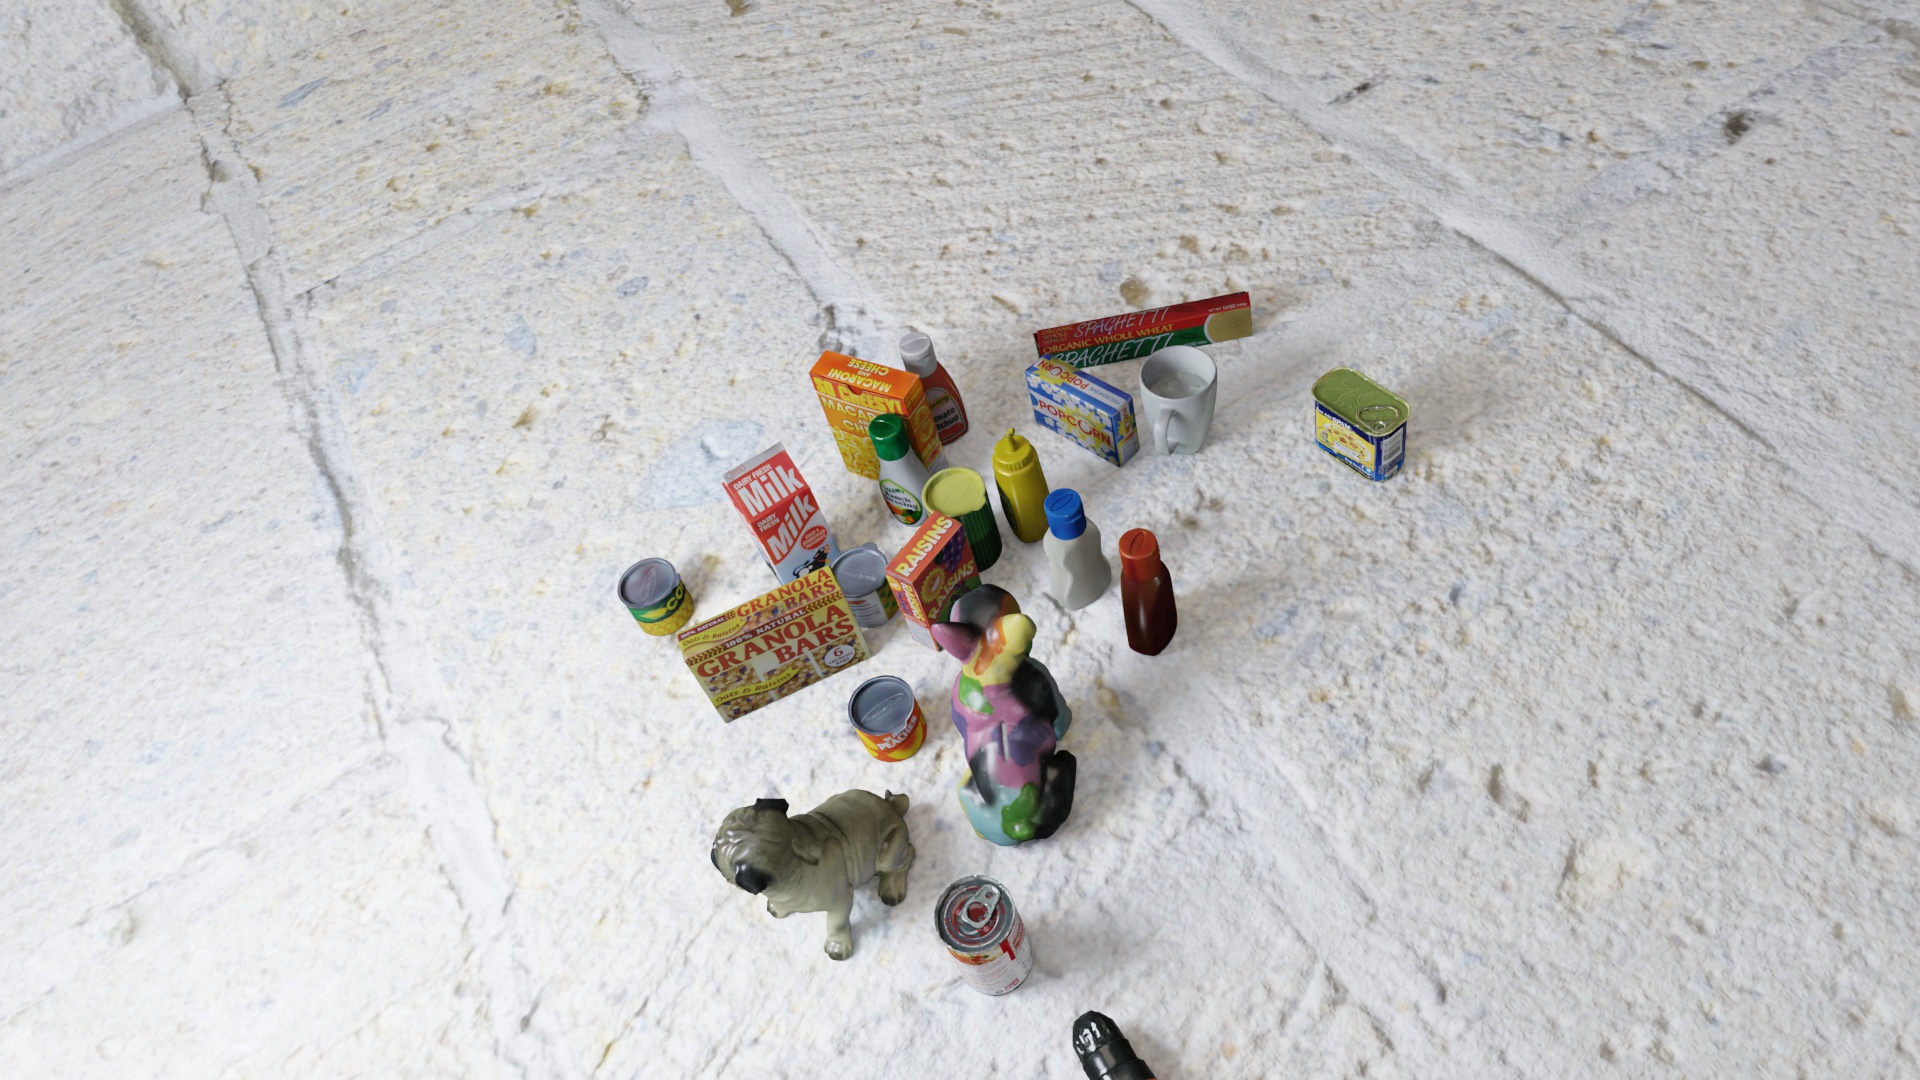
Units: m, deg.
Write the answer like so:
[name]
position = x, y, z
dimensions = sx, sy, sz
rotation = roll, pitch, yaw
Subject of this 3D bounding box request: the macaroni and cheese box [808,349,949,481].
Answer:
[macaroni and cheese box]
position = -0.086, -0.124, 1.517
dimensions = 0.124, 0.165, 0.040
rotation = 18, 59, 26

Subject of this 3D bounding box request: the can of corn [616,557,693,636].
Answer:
[can of corn]
position = -0.327, 0.061, 1.502
dimensions = 0.071, 0.058, 0.071
rotation = -7, 51, 9

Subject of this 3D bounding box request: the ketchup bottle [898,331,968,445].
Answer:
[ketchup bottle]
position = -0.035, -0.169, 1.550
dimensions = 0.065, 0.148, 0.044
rotation = -24, 51, -4

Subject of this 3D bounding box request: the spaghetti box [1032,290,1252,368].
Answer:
[spaghetti box]
position = 0.211, -0.239, 1.606
dimensions = 0.250, 0.050, 0.029
rotation = -10, 51, 7

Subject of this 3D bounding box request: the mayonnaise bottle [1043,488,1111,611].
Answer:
[mayonnaise bottle]
position = 0.112, 0.007, 1.375
dimensions = 0.065, 0.147, 0.041
rotation = -37, 53, -15

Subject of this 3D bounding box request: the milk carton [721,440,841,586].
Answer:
[milk carton]
position = -0.187, -0.025, 1.449
dimensions = 0.072, 0.189, 0.074
rotation = -33, 52, -11

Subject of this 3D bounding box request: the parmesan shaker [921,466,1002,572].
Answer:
[parmesan shaker]
position = 0.005, -0.018, 1.451
dimensions = 0.071, 0.102, 0.072
rotation = -7, 51, 9

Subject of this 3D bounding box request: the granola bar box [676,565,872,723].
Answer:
[granola bar box]
position = -0.184, 0.104, 1.390
dimensions = 0.166, 0.123, 0.039
rotation = -24, 51, -5

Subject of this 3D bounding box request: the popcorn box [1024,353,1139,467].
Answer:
[popcorn box]
position = 0.135, -0.144, 1.528
dimensions = 0.127, 0.084, 0.038
rotation = 32, 66, 32

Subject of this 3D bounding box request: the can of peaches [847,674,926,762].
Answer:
[can of peaches]
position = -0.069, 0.175, 1.347
dimensions = 0.071, 0.057, 0.071
rotation = -7, 51, 9

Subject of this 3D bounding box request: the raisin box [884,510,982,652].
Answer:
[raisin box]
position = -0.024, 0.042, 1.398
dimensions = 0.040, 0.122, 0.086
rotation = 26, 63, 30

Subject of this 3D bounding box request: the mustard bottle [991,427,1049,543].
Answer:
[mustard bottle]
position = 0.061, -0.064, 1.436
dimensions = 0.049, 0.159, 0.065
rotation = -25, 51, -6

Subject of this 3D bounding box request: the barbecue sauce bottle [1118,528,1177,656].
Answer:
[barbecue sauce bottle]
position = 0.177, 0.046, 1.327
dimensions = 0.044, 0.147, 0.065
rotation = 16, 59, 25

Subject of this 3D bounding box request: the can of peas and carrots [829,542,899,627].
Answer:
[can of peas and carrots]
position = -0.100, 0.047, 1.455
dimensions = 0.071, 0.058, 0.071
rotation = -7, 51, 9

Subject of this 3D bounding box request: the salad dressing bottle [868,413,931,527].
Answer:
[salad dressing bottle]
position = -0.063, -0.075, 1.484
dimensions = 0.064, 0.147, 0.044
rotation = 20, 60, 27
